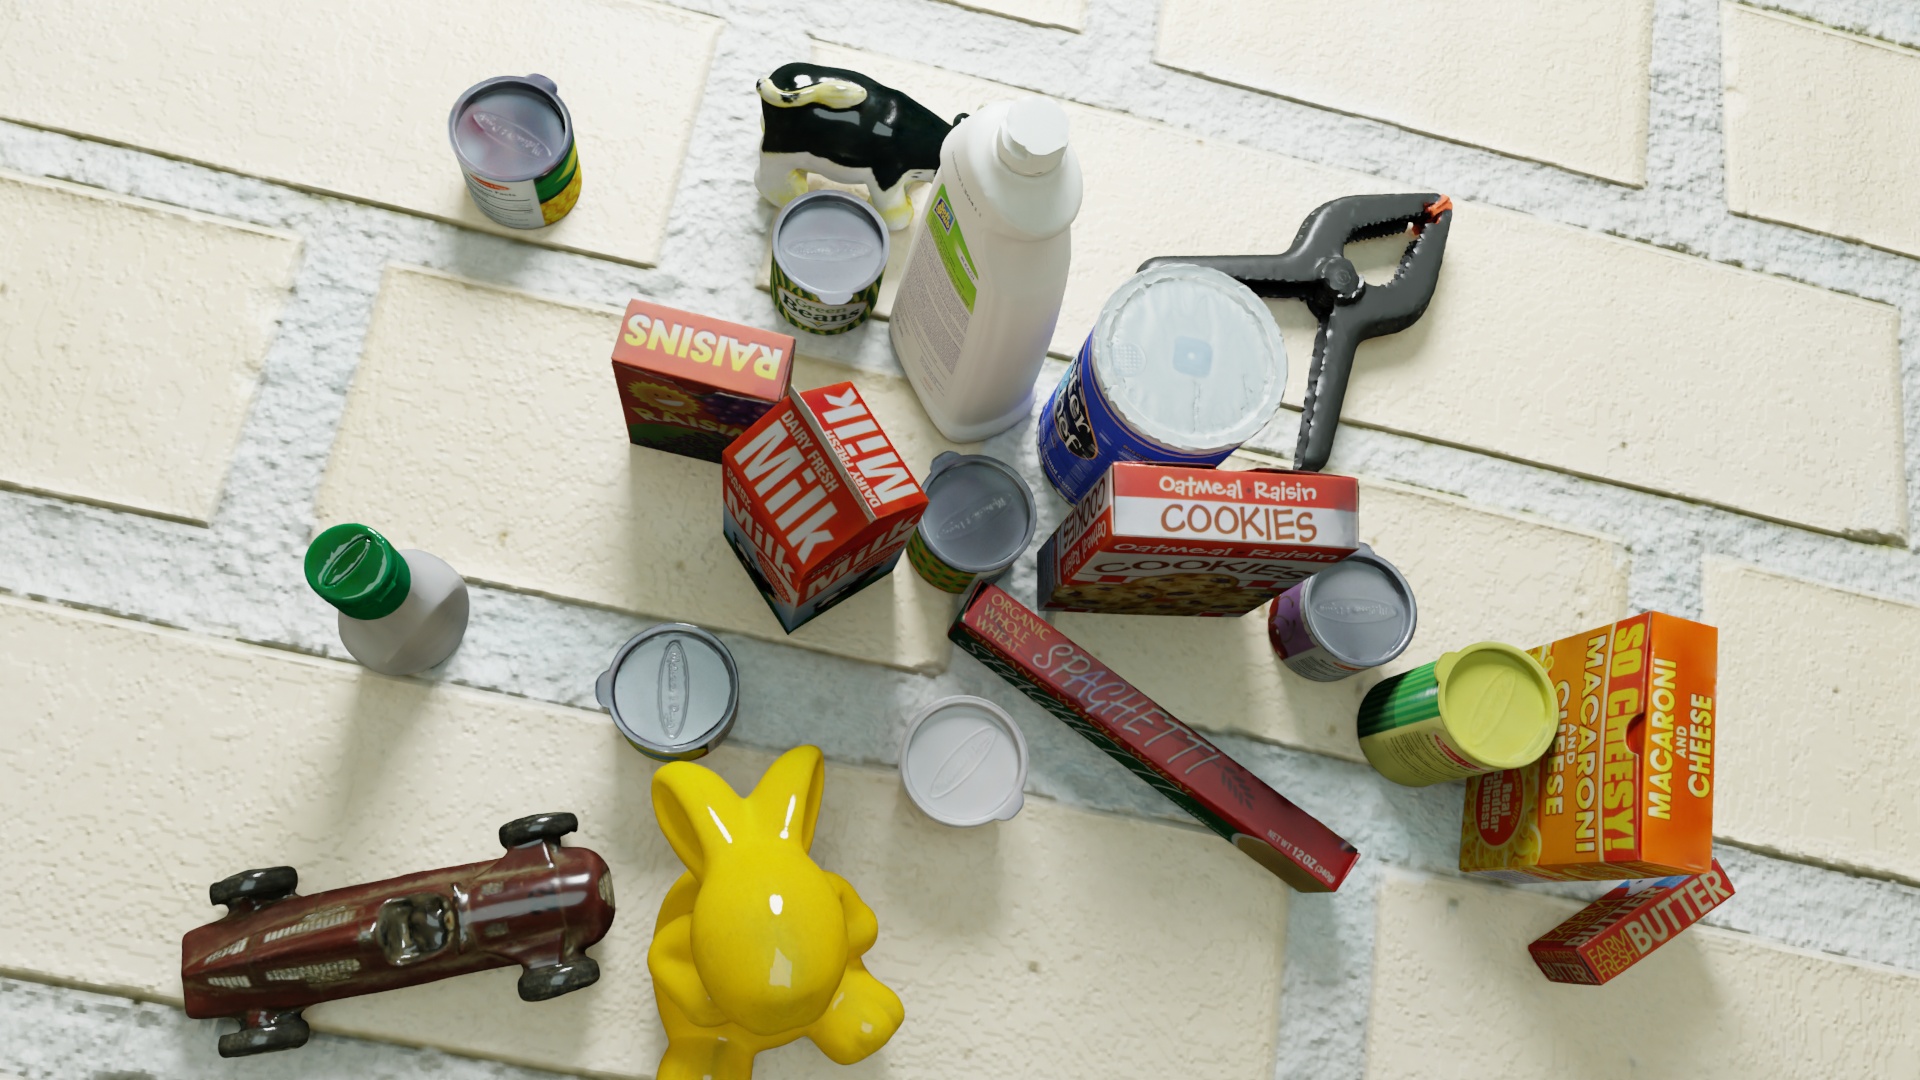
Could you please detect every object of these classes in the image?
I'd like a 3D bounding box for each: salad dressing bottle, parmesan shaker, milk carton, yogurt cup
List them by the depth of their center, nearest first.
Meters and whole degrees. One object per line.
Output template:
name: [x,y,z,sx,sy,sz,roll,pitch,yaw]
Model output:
salad dressing bottle: [-0.275,0.028,0.669,0.044,0.147,0.064,37,72,2]
milk carton: [-0.070,-0.017,0.693,0.073,0.190,0.072,-31,82,-16]
yogurt cup: [-0.002,0.120,0.737,0.072,0.053,0.072,2,74,-9]
parmesan shaker: [0.267,0.096,0.763,0.071,0.102,0.071,2,75,-9]

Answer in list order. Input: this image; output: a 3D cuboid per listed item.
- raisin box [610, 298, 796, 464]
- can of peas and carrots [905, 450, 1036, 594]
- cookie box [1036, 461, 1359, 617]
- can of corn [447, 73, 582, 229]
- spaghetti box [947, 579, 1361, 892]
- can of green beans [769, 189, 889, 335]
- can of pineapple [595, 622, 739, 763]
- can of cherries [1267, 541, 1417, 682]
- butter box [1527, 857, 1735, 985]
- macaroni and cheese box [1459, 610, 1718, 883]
raisin box: [-0.134,-0.077,0.734,0.086,0.123,0.040,14,73,-5]
can of peas and carrots: [0.003,-0.010,0.772,0.071,0.058,0.071,2,74,-9]
cookie box: [0.117,0.003,0.730,0.123,0.167,0.040,3,75,-9]
can of corn: [-0.250,-0.221,0.790,0.071,0.058,0.071,2,74,-9]
spaghetti box: [0.101,0.109,0.760,0.250,0.050,0.029,36,72,2]
can of green beans: [-0.077,-0.159,0.801,0.071,0.057,0.071,2,74,-9]
can of pineapple: [-0.150,0.080,0.722,0.071,0.057,0.071,2,74,-9]
can of cherries: [0.217,0.042,0.793,0.071,0.058,0.071,2,74,-9]
butter box: [0.373,0.212,0.774,0.104,0.053,0.024,-26,81,-15]
macaroni and cheese box: [0.326,0.115,0.734,0.040,0.166,0.124,13,73,-6]
